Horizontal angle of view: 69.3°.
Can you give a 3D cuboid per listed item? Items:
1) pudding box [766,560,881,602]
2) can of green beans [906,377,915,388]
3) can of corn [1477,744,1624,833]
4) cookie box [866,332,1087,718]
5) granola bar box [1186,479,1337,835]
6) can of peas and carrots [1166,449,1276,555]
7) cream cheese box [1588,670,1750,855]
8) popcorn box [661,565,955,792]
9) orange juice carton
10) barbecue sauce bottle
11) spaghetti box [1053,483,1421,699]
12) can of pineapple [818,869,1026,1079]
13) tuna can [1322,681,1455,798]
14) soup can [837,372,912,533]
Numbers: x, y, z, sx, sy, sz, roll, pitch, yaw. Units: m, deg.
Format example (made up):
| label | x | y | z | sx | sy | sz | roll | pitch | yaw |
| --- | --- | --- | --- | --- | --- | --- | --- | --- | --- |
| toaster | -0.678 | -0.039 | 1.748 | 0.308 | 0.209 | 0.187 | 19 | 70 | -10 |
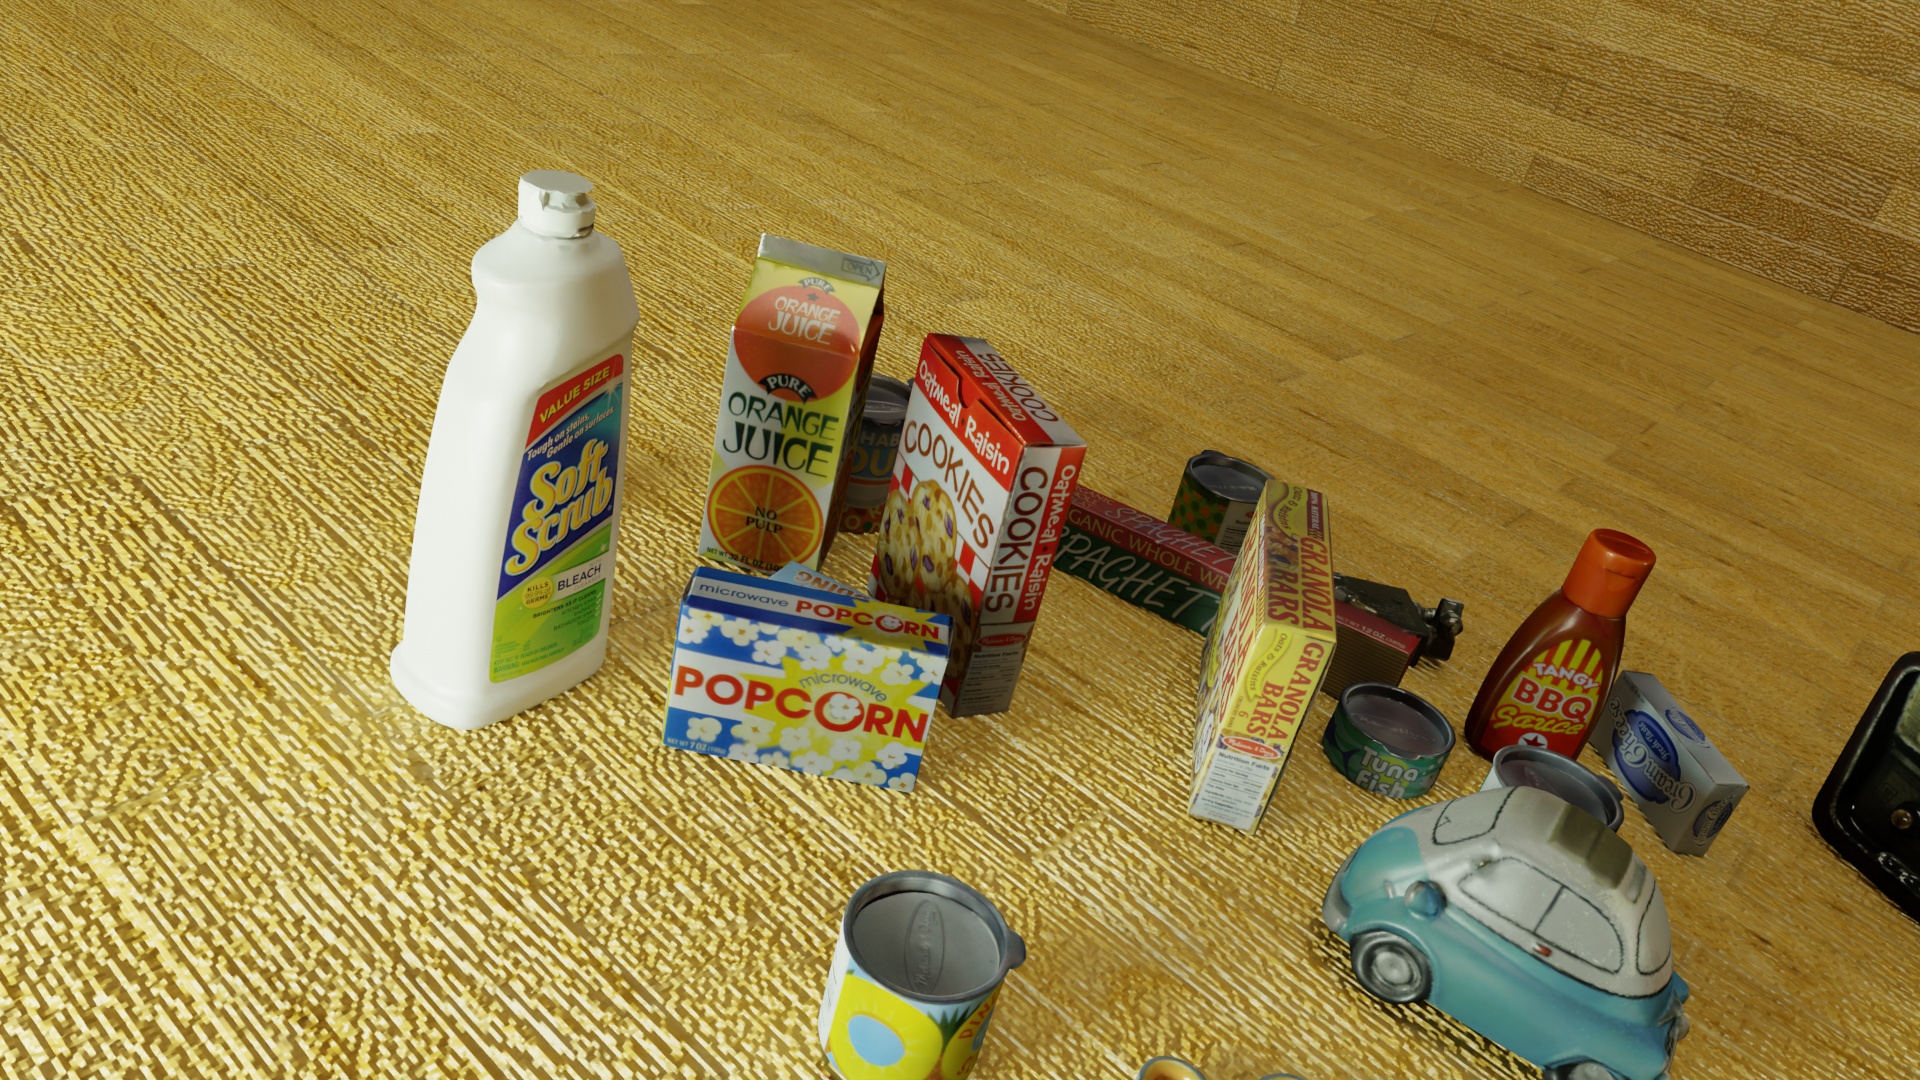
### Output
| label | x | y | z | sx | sy | sz | roll | pitch | yaw |
| --- | --- | --- | --- | --- | --- | --- | --- | --- | --- |
| pudding box | -0.066 | 0.051 | 0.731 | 0.084 | 0.049 | 0.030 | 23 | 30 | 15 |
| can of green beans | -0.011 | -0.071 | 0.958 | 0.071 | 0.057 | 0.071 | 11 | 29 | -6 |
| can of corn | 0.298 | 0.149 | 0.716 | 0.071 | 0.058 | 0.071 | 11 | 29 | -6 |
| cookie box | 0.003 | -0.009 | 0.746 | 0.040 | 0.166 | 0.123 | -2 | 33 | -28 |
| granola bar box | 0.162 | 0.057 | 0.746 | 0.039 | 0.123 | 0.166 | 17 | 29 | 4 |
| can of peas and carrots | 0.177 | -0.020 | 0.952 | 0.071 | 0.058 | 0.071 | 11 | 29 | -6 |
| cream cheese box | 0.408 | 0.128 | 0.807 | 0.024 | 0.053 | 0.104 | 8 | 30 | -11 |
| popcorn box | -0.074 | 0.067 | 0.664 | 0.127 | 0.084 | 0.038 | 12 | 29 | -5 |
| orange juice carton | -0.094 | -0.077 | 0.794 | 0.072 | 0.191 | 0.073 | 15 | 29 | 1 |
| barbecue sauce bottle | 0.345 | 0.064 | 0.792 | 0.065 | 0.147 | 0.044 | 18 | 29 | 7 |
| spaghetti box | 0.155 | 0.031 | 0.863 | 0.250 | 0.050 | 0.029 | 25 | 31 | 18 |
| can of pineapple | -0.017 | 0.172 | 0.536 | 0.071 | 0.057 | 0.071 | 11 | 29 | -6 |
| tuna can | 0.239 | 0.113 | 0.778 | 0.071 | 0.032 | 0.071 | 11 | 29 | -6 |
| soup can | -0.064 | -0.054 | 0.879 | 0.071 | 0.083 | 0.072 | 11 | 29 | -6 |
